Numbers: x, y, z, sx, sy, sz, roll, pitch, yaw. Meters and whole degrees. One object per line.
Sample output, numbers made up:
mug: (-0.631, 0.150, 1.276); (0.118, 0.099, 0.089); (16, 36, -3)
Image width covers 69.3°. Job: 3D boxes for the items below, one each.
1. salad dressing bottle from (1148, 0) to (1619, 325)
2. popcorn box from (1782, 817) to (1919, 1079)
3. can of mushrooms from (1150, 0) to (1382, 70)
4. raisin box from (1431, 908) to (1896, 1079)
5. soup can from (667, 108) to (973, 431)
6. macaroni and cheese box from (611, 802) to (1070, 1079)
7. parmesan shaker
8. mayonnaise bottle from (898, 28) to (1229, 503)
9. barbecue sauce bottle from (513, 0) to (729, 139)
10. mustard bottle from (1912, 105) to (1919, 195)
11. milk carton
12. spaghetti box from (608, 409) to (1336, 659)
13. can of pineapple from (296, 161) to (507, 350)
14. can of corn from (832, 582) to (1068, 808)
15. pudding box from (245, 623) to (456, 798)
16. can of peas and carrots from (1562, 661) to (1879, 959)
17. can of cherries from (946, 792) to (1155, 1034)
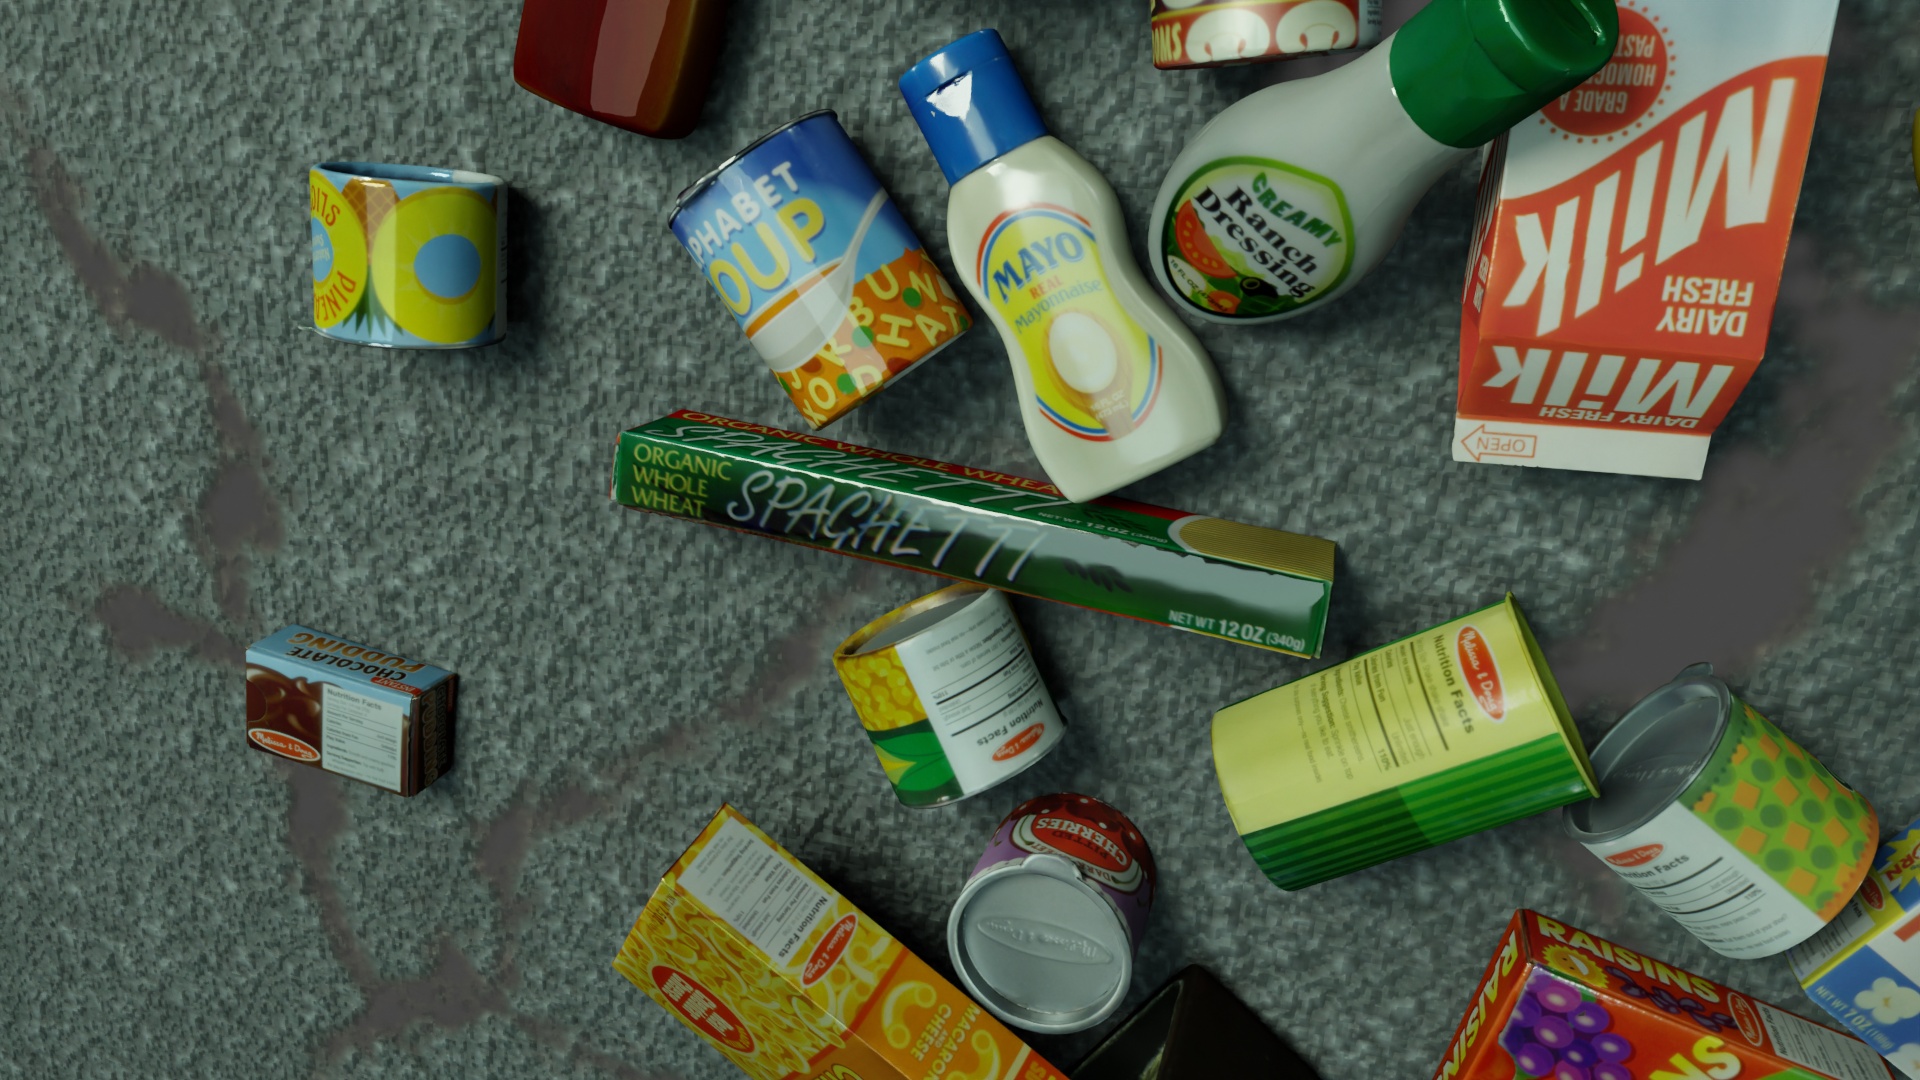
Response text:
salad dressing bottle: (0.106, -0.105, 0.375); (0.064, 0.044, 0.147); (41, 155, -9)
popcorn box: (0.338, 0.144, 0.430); (0.127, 0.038, 0.085); (39, 112, 2)
can of mushrooms: (0.085, -0.155, 0.400); (0.071, 0.071, 0.033); (0, 107, 16)
raisin box: (0.235, 0.191, 0.474); (0.123, 0.040, 0.085); (21, 112, 10)
soup can: (-0.046, -0.087, 0.456); (0.071, 0.071, 0.083); (-32, 95, 22)
macaroni and cheese box: (-0.049, 0.184, 0.526); (0.166, 0.040, 0.123); (38, 144, 3)
parmesan shaker: (0.142, 0.066, 0.452); (0.103, 0.071, 0.071); (-25, 98, 22)
mayonnaise bottle: (0.029, -0.089, 0.450); (0.064, 0.041, 0.148); (-25, 98, 22)
barbecue sauce bottle: (-0.099, -0.211, 0.450); (0.065, 0.044, 0.148); (23, 111, 8)
mustard bottle: (0.273, -0.087, 0.315); (0.065, 0.161, 0.048); (-14, 103, 21)
milk carton: (0.184, -0.111, 0.381); (0.072, 0.074, 0.189); (6, 108, 14)
spaghetti box: (0.002, -0.006, 0.478); (0.250, 0.050, 0.028); (12, 108, 13)
can of pineapple: (-0.198, -0.103, 0.497); (0.071, 0.071, 0.057); (11, 108, 13)
can of corn: (-0.005, 0.053, 0.490); (0.071, 0.071, 0.058); (-21, 99, 21)
pudding box: (-0.259, 0.071, 0.588); (0.084, 0.030, 0.049); (14, 111, 12)
can of peas and carrots: (0.234, 0.083, 0.430); (0.059, 0.071, 0.070); (39, 113, 2)
can of cherries: (0.036, 0.132, 0.505); (0.071, 0.058, 0.071); (5, 107, 16)
